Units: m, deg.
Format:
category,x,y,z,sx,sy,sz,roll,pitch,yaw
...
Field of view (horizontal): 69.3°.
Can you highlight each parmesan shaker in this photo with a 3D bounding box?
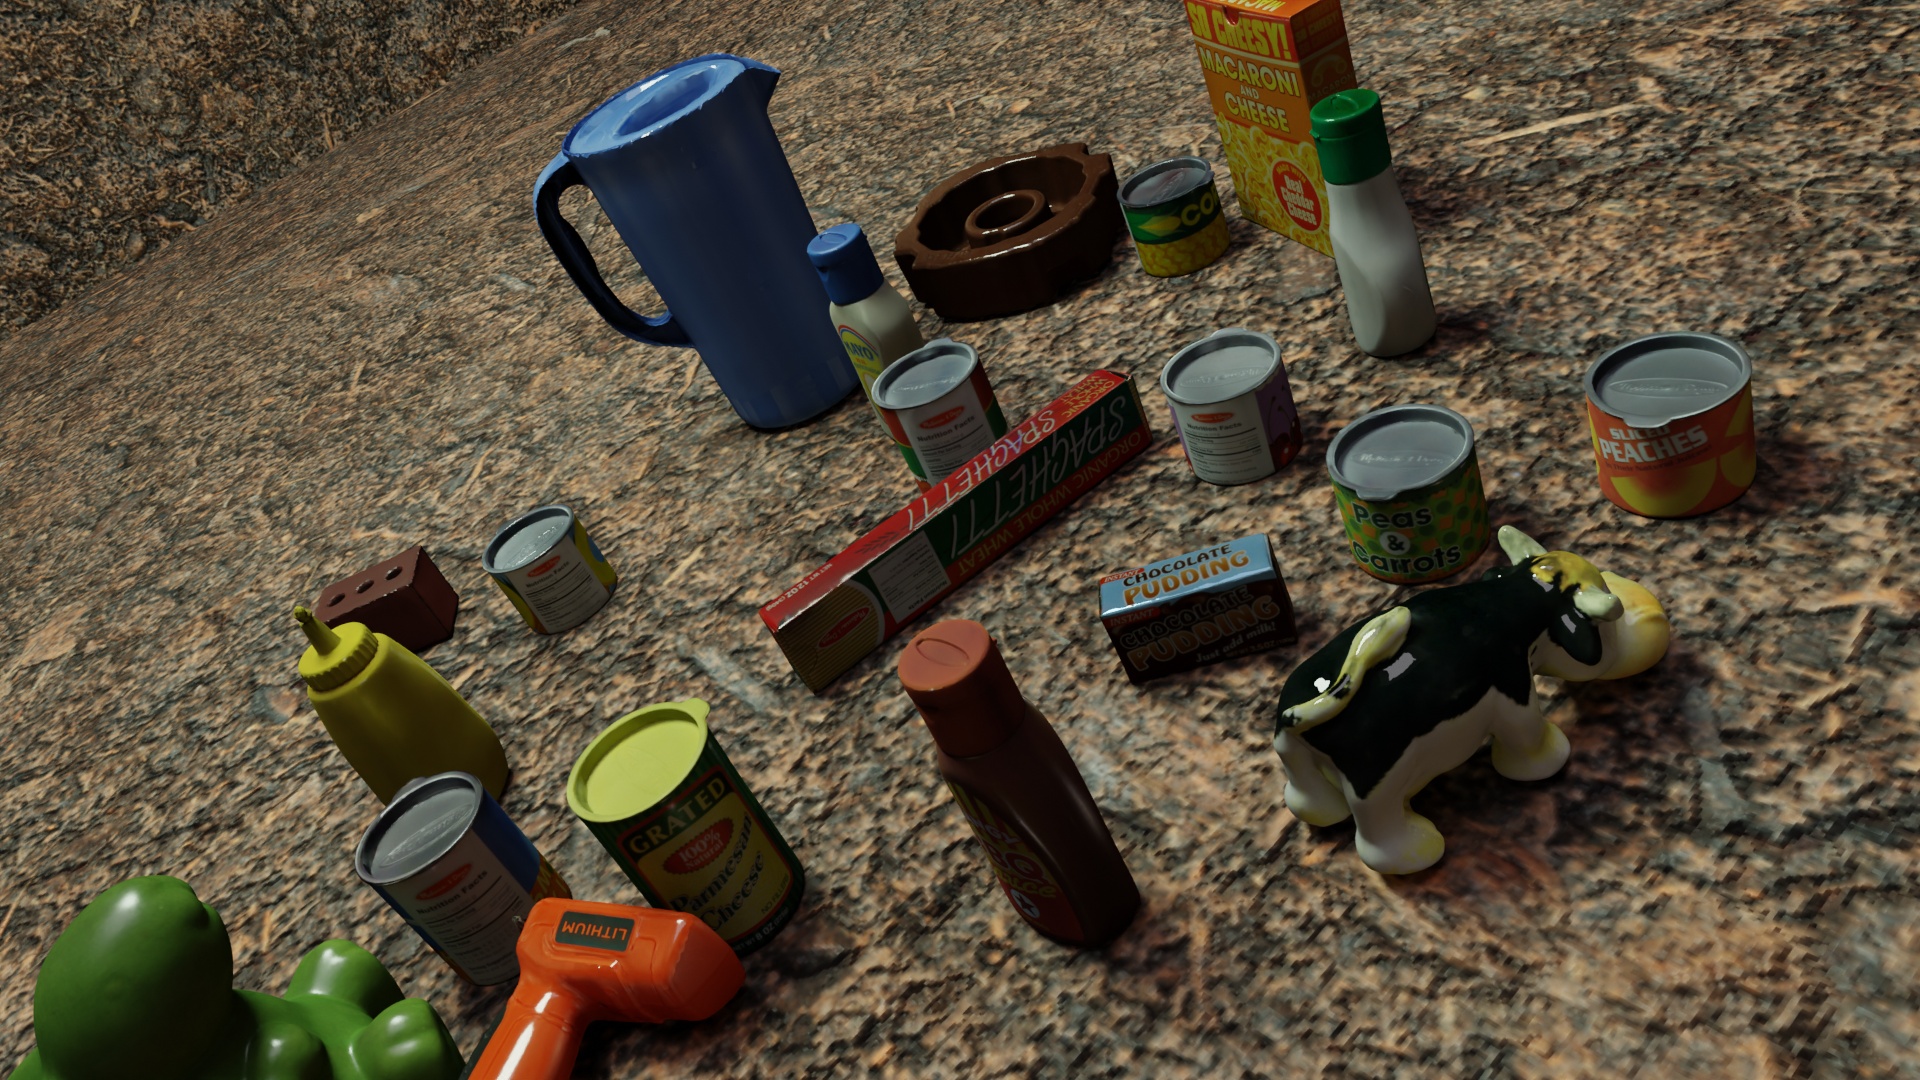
category,x,y,z,sx,sy,sz,roll,pitch,yaw
parmesan shaker,-0.118,0.130,0.622,0.071,0.102,0.072,-17,35,13

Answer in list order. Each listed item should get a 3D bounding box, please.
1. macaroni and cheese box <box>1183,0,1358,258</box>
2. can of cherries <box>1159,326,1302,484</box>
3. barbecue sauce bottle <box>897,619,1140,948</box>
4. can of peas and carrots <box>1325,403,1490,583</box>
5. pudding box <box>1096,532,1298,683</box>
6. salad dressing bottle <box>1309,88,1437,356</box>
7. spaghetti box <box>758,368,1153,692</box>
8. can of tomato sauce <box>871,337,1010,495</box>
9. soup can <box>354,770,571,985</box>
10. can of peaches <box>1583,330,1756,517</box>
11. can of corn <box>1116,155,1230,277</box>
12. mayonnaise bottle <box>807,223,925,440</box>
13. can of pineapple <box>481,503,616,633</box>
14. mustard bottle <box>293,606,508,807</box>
category,x,y,z,sx,sy,sz,roll,pitch,yaw
macaroni and cheese box,0.209,-0.273,0.893,0.040,0.165,0.124,-31,34,-7
can of cherries,0.150,-0.074,0.762,0.071,0.058,0.072,-17,35,13
barbecue sauce bottle,0.021,0.094,0.539,0.044,0.148,0.065,-43,38,-24
can of peas and carrots,0.210,-0.020,0.651,0.071,0.058,0.071,-17,35,13
pudding box,0.111,0.032,0.653,0.083,0.049,0.030,-16,35,14
salad dressing bottle,0.226,-0.173,0.766,0.044,0.147,0.064,-23,34,5
spaghetti box,0.003,-0.010,0.778,0.251,0.050,0.029,-36,35,-15
can of tomato sauce,-0.006,-0.068,0.831,0.071,0.082,0.071,-17,35,13
soup can,-0.239,0.162,0.673,0.071,0.083,0.072,-17,35,13
can of peaches,0.318,-0.050,0.623,0.071,0.057,0.071,-17,35,13
can of corn,0.151,-0.224,0.961,0.071,0.058,0.071,-17,35,13
mayonnaise bottle,-0.051,-0.129,0.884,0.041,0.147,0.065,-41,37,-20
can of pineapple,-0.268,0.018,0.907,0.071,0.057,0.071,-17,35,13
mustard bottle,-0.306,0.091,0.744,0.049,0.159,0.066,-9,37,23
